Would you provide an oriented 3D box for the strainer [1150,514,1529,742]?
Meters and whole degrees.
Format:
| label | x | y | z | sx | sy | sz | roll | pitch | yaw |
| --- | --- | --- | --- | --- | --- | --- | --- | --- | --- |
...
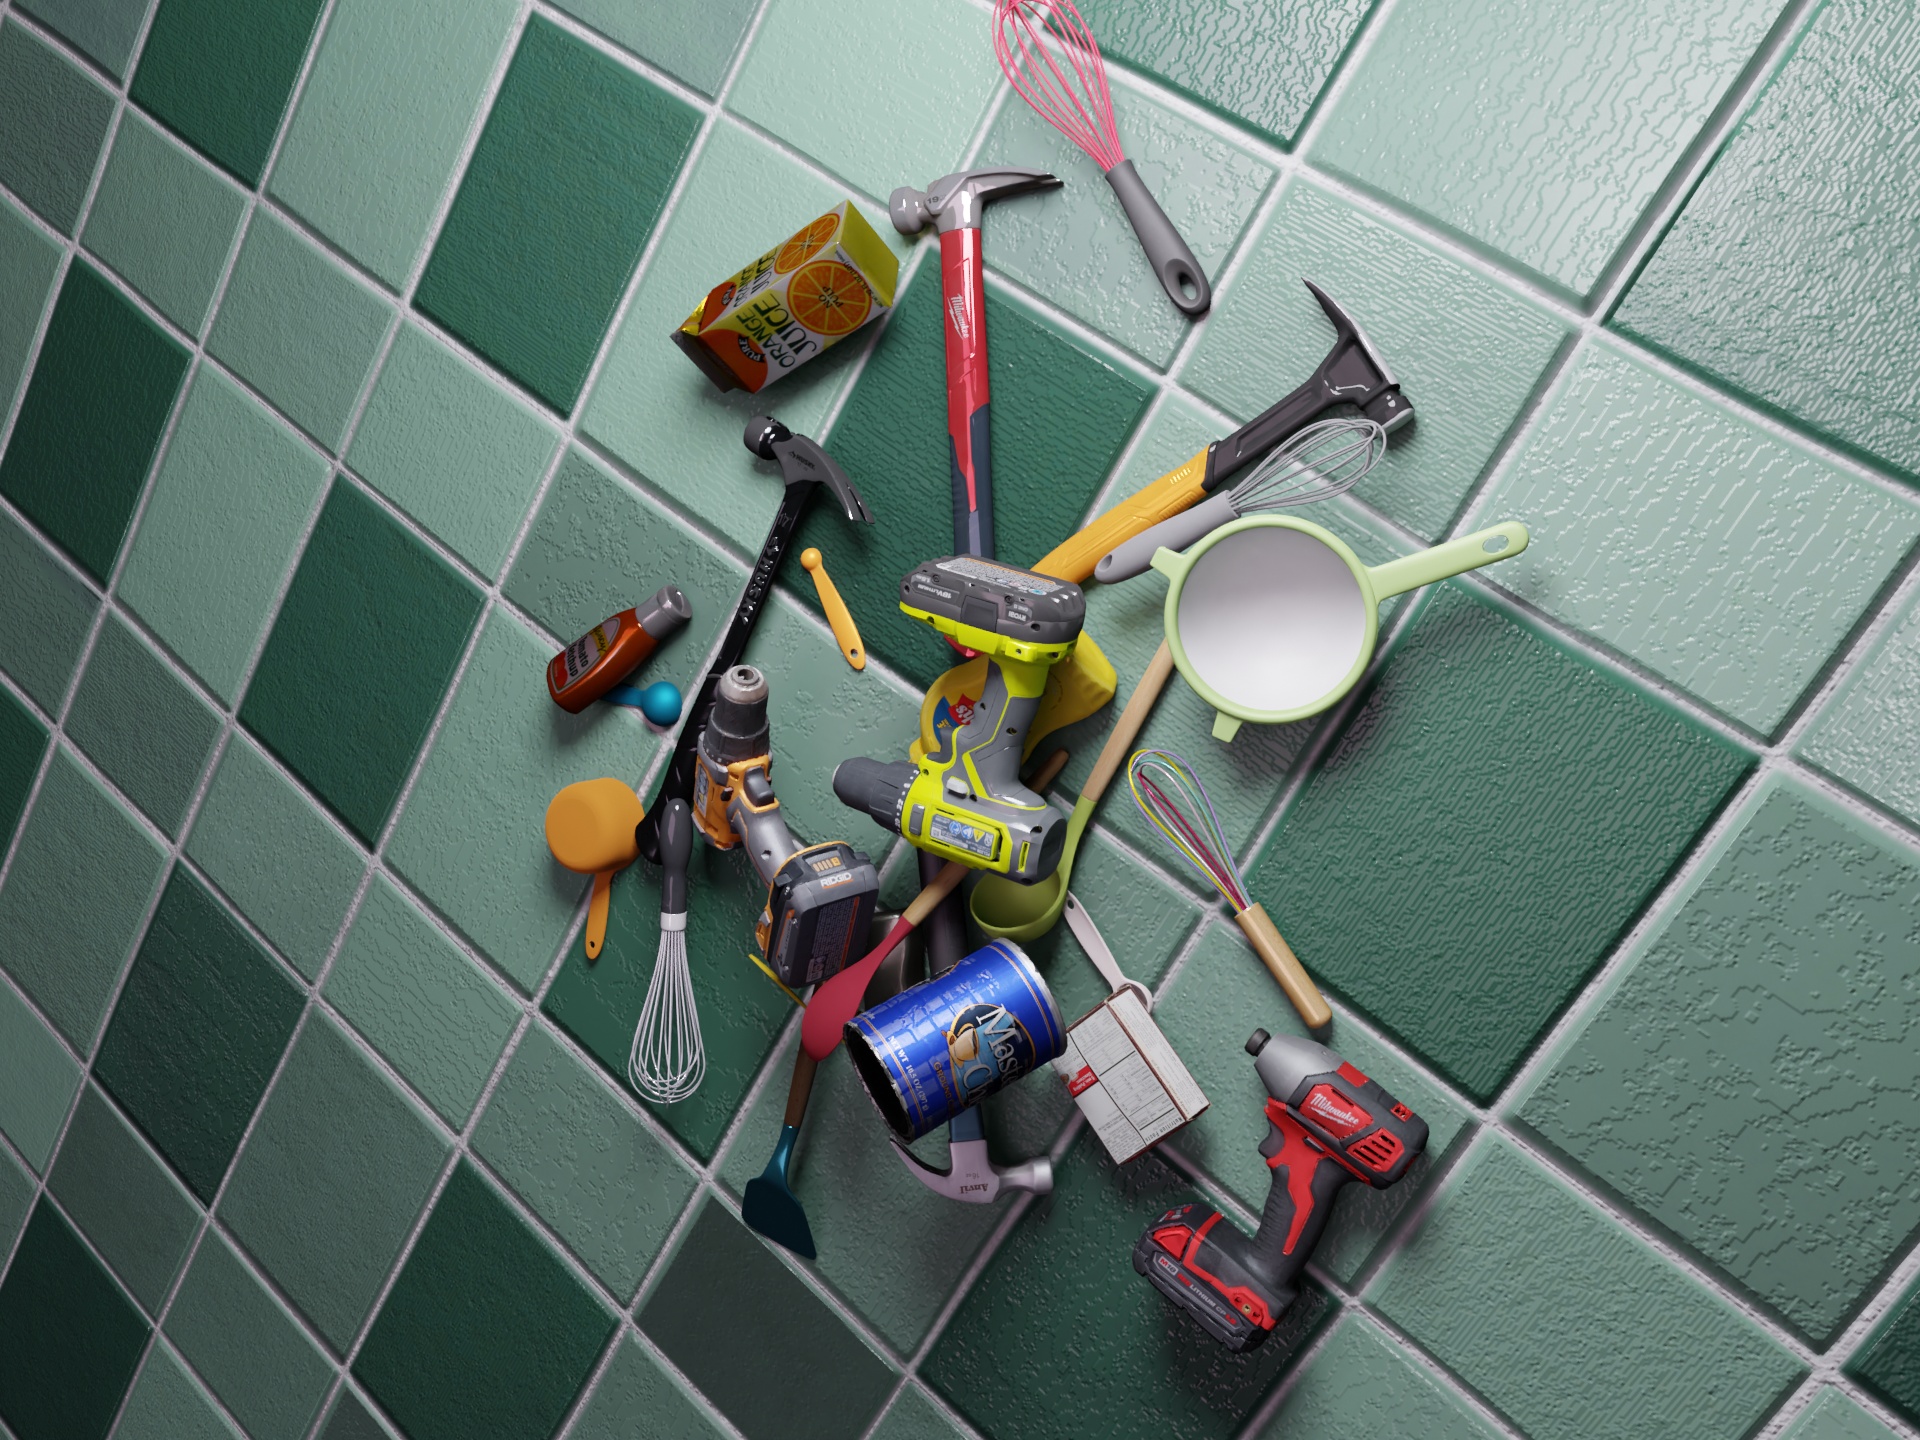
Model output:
| label | x | y | z | sx | sy | sz | roll | pitch | yaw |
| --- | --- | --- | --- | --- | --- | --- | --- | --- | --- |
| strainer | 0.274 | -0.093 | 1.135 | 0.256 | 0.069 | 0.151 | -19 | 97 | 20 |

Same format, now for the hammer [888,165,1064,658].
| label | x | y | z | sx | sy | sz | roll | pitch | yaw |
| --- | --- | --- | --- | --- | --- | --- | --- | --- | --- |
| hammer | 0.021 | -0.243 | 1.274 | 0.143 | 0.038 | 0.386 | -2 | 92 | 26 |

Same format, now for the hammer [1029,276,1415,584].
| label | x | y | z | sx | sy | sz | roll | pitch | yaw |
| --- | --- | --- | --- | --- | --- | --- | --- | --- | --- |
| hammer | 0.167 | -0.185 | 1.203 | 0.337 | 0.034 | 0.127 | -35 | 78 | 25 |

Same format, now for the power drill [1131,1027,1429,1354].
| label | x | y | z | sx | sy | sz | roll | pitch | yaw |
| --- | --- | --- | --- | --- | --- | --- | --- | --- | --- |
| power drill | 0.229 | 0.341 | 1.178 | 0.143 | 0.078 | 0.219 | 37 | 105 | 20 |

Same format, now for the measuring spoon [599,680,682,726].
| label | x | y | z | sx | sy | sz | roll | pitch | yaw |
| --- | --- | --- | --- | --- | --- | --- | --- | --- | --- |
| measuring spoon | -0.314 | -0.023 | 1.469 | 0.129 | 0.021 | 0.042 | 12 | 99 | 27 |

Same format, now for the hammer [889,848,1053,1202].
| label | x | y | z | sx | sy | sz | roll | pitch | yaw |
| --- | --- | --- | --- | --- | --- | --- | --- | --- | --- |
| hammer | -0.005 | 0.224 | 1.294 | 0.128 | 0.033 | 0.331 | -6 | 86 | -2 |

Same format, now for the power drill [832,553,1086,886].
| label | x | y | z | sx | sy | sz | roll | pitch | yaw |
| --- | --- | --- | --- | --- | --- | --- | --- | --- | --- |
| power drill | -0.002 | -0.004 | 1.203 | 0.191 | 0.080 | 0.228 | 18 | 111 | 24 |

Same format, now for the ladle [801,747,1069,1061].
| label | x | y | z | sx | sy | sz | roll | pitch | yaw |
| --- | --- | --- | --- | --- | --- | --- | --- | --- | --- |
| ladle | -0.022 | 0.141 | 1.259 | 0.315 | 0.069 | 0.031 | -48 | 114 | -4 |

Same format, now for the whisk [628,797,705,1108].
| label | x | y | z | sx | sy | sz | roll | pitch | yaw |
| --- | --- | --- | --- | --- | --- | --- | --- | --- | --- |
| whisk | -0.257 | 0.209 | 1.419 | 0.070 | 0.070 | 0.284 | 8 | 100 | 27 |

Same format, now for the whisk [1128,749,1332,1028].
| label | x | y | z | sx | sy | sz | roll | pitch | yaw |
| --- | --- | --- | --- | --- | --- | --- | --- | --- | --- |
| whisk | 0.200 | 0.126 | 1.199 | 0.051 | 0.047 | 0.245 | -38 | 79 | 23 |

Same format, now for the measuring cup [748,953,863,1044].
| label | x | y | z | sx | sy | sz | roll | pitch | yaw |
| --- | --- | --- | --- | --- | --- | --- | --- | --- | --- |
| measuring cup | -0.116 | 0.231 | 1.319 | 0.157 | 0.062 | 0.029 | 35 | 76 | 29 |

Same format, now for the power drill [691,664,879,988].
| label | x | y | z | sx | sy | sz | roll | pitch | yaw |
| --- | --- | --- | --- | --- | --- | --- | --- | --- | --- |
| power drill | -0.151 | 0.081 | 1.300 | 0.226 | 0.084 | 0.185 | 53 | 144 | 35 |

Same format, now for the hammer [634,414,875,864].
| label | x | y | z | sx | sy | sz | roll | pitch | yaw |
| --- | --- | --- | --- | --- | --- | --- | --- | --- | --- |
| hammer | -0.199 | -0.052 | 1.394 | 0.149 | 0.036 | 0.409 | 35 | 110 | 31 |

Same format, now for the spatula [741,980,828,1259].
| label | x | y | z | sx | sy | sz | roll | pitch | yaw |
| --- | --- | --- | --- | --- | --- | --- | --- | --- | --- |
| spatula | -0.135 | 0.321 | 1.377 | 0.082 | 0.044 | 0.317 | 20 | 103 | 25 |

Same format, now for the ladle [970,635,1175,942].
| label | x | y | z | sx | sy | sz | roll | pitch | yaw |
| --- | --- | --- | --- | --- | --- | --- | --- | --- | --- |
| ladle | 0.104 | 0.035 | 1.237 | 0.078 | 0.062 | 0.320 | 44 | 110 | 51 |

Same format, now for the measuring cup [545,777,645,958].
| label | x | y | z | sx | sy | sz | roll | pitch | yaw |
| --- | --- | --- | --- | --- | --- | --- | --- | --- | --- |
| measuring cup | -0.347 | 0.140 | 1.478 | 0.095 | 0.052 | 0.173 | 10 | 95 | 27 |

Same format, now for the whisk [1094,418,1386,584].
| label | x | y | z | sx | sy | sz | roll | pitch | yaw |
| --- | --- | --- | --- | --- | --- | --- | --- | --- | --- |
| whisk | 0.197 | -0.153 | 1.149 | 0.239 | 0.055 | 0.055 | -26 | 81 | 30 |

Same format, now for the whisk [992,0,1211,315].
| label | x | y | z | sx | sy | sz | roll | pitch | yaw |
| --- | --- | --- | --- | --- | --- | --- | --- | --- | --- |
| whisk | 0.110 | -0.435 | 1.210 | 0.073 | 0.073 | 0.296 | -32 | 85 | 25 |

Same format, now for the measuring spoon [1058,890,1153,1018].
| label | x | y | z | sx | sy | sz | roll | pitch | yaw |
| --- | --- | --- | --- | --- | --- | --- | --- | --- | --- |
| measuring spoon | 0.116 | 0.184 | 1.264 | 0.034 | 0.018 | 0.124 | -49 | 64 | 37 |

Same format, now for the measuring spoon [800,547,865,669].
| label | x | y | z | sx | sy | sz | roll | pitch | yaw |
| --- | --- | --- | --- | --- | --- | --- | --- | --- | --- |
| measuring spoon | -0.110 | -0.096 | 1.364 | 0.021 | 0.011 | 0.117 | -30 | 79 | 26 |
